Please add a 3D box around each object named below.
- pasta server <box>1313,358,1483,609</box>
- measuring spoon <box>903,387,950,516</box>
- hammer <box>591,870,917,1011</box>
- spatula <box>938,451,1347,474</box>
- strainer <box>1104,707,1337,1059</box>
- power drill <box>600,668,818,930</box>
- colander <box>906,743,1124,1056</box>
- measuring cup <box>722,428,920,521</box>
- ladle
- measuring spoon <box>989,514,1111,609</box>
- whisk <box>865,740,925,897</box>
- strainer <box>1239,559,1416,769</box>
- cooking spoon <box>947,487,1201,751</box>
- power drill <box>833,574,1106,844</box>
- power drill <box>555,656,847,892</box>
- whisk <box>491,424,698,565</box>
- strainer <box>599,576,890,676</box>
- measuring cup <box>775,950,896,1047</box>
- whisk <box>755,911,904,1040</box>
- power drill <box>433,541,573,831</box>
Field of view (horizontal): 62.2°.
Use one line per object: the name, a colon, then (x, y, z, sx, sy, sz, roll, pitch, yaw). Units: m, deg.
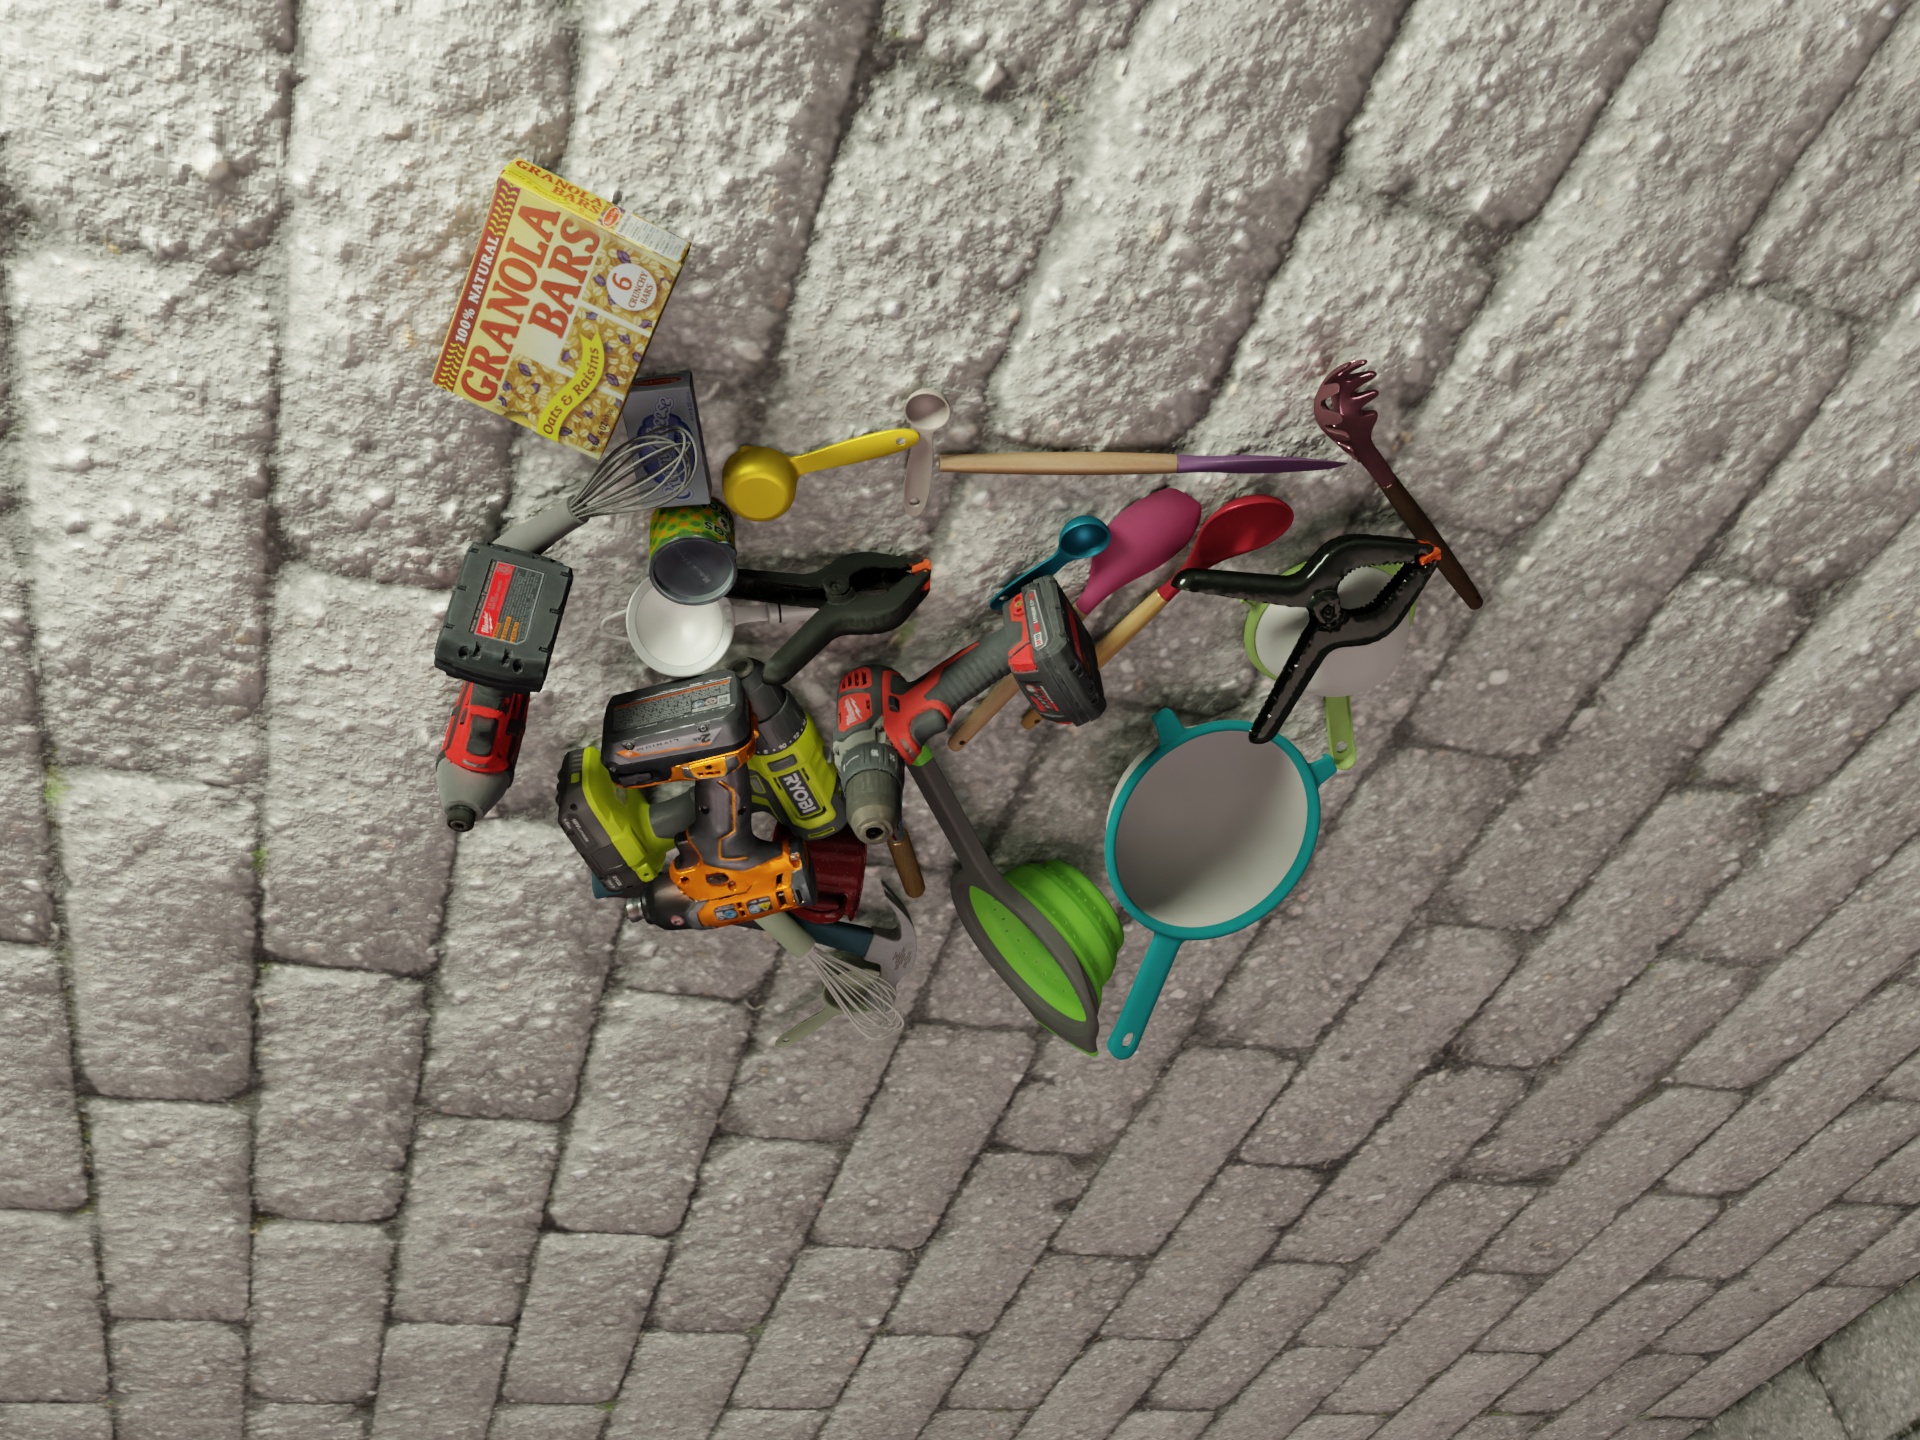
pasta server: (0.361, -0.178, 1.279, 0.040, 0.060, 0.315, 8, 156, 46)
measuring spoon: (-0.030, -0.204, 1.206, 0.034, 0.018, 0.124, 7, 140, -4)
hammer: (-0.195, 0.188, 1.527, 0.330, 0.033, 0.128, 17, 109, -19)
spatula: (0.141, -0.198, 1.224, 0.316, 0.060, 0.018, 0, 93, -4)
strainer: (0.194, 0.146, 1.473, 0.211, 0.095, 0.340, 15, 104, -22)
power drill: (-0.220, 0.081, 1.305, 0.164, 0.084, 0.226, -14, 126, 0)
colander: (0.057, 0.138, 1.497, 0.094, 0.205, 0.396, -38, 120, -19)
measuring cup: (-0.105, -0.187, 1.187, 0.156, 0.029, 0.062, -13, 135, 12)
ladle: (0.155, -0.088, 1.340, 0.069, 0.031, 0.315, 19, 131, -37)
measuring spoon: (0.069, -0.130, 1.295, 0.042, 0.021, 0.128, 24, 135, -37)
whisk: (-0.060, 0.092, 1.466, 0.051, 0.047, 0.244, 7, 144, 16)
strainer: (0.335, -0.030, 1.396, 0.151, 0.069, 0.256, -14, 133, 4)
cooking spoon: (0.087, -0.077, 1.344, 0.068, 0.017, 0.318, 24, 125, -29)
power drill: (-0.002, -0.004, 1.279, 0.226, 0.188, 0.080, -25, 127, 15)
power drill: (-0.227, 0.048, 1.374, 0.228, 0.080, 0.190, -19, 131, 6)
whisk: (-0.280, -0.151, 1.168, 0.239, 0.055, 0.055, -23, 135, 32)
strainer: (-0.158, -0.085, 1.280, 0.258, 0.050, 0.087, -6, 91, -11)
measuring cup: (-0.137, 0.289, 1.653, 0.083, 0.038, 0.167, 32, 124, -34)
whisk: (-0.142, 0.222, 1.513, 0.246, 0.058, 0.059, 46, 145, -21)
power drill: (-0.359, -0.019, 1.213, 0.078, 0.143, 0.219, 14, 141, -13)
